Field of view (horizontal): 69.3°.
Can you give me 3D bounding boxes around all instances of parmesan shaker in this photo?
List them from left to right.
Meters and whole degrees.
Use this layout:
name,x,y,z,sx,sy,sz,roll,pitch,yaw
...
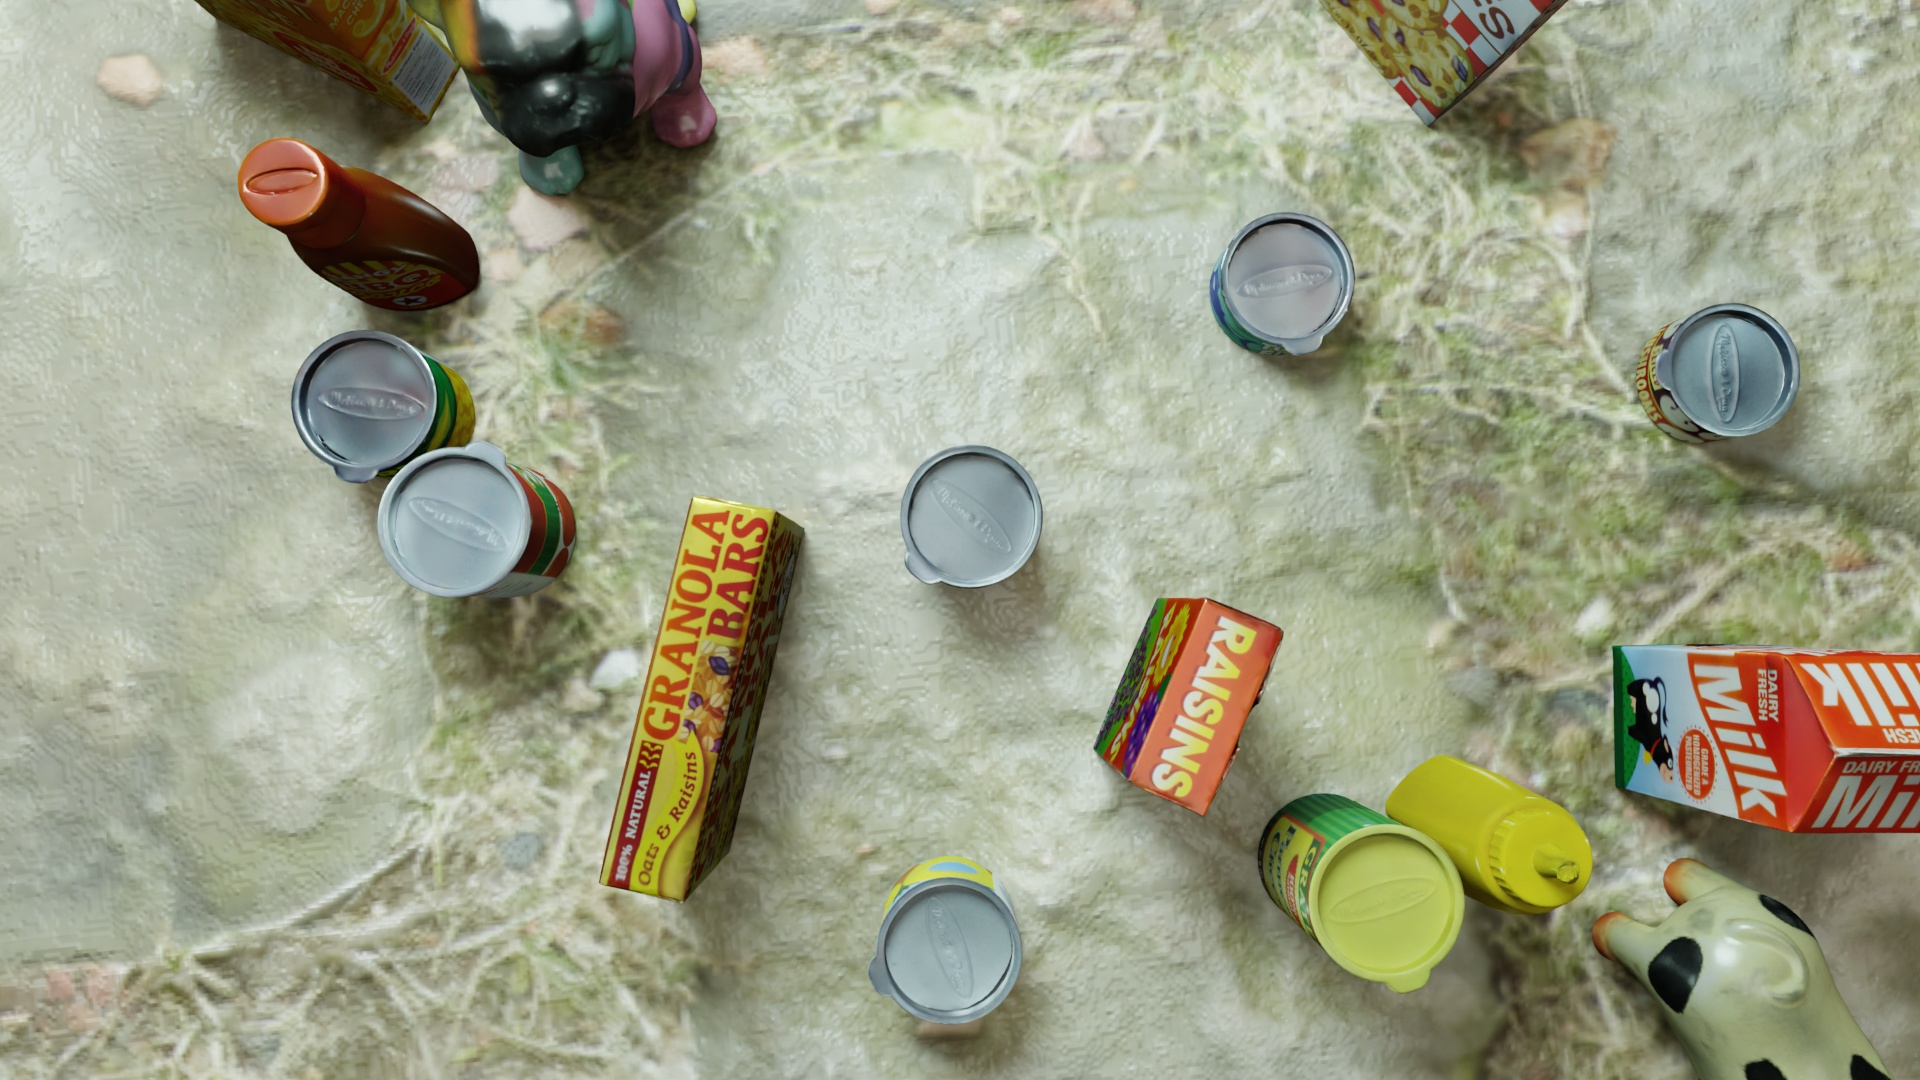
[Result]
name,x,y,z,sx,sy,sz,roll,pitch,yaw
parmesan shaker,0.180,0.158,0.637,0.071,0.103,0.071,0,87,-1

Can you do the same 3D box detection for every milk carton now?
name,x,y,z,sx,sy,sz,roll,pitch,yaw
milk carton,0.361,0.083,0.601,0.072,0.190,0.073,0,87,-1

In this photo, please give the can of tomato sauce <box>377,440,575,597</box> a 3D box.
name,x,y,z,sx,sy,sz,roll,pitch,yaw
can of tomato sauce,-0.222,-0.008,0.649,0.071,0.083,0.071,0,87,-1

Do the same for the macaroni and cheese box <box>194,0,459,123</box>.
name,x,y,z,sx,sy,sz,roll,pitch,yaw
macaroni and cheese box,-0.313,-0.257,0.621,0.124,0.166,0.040,27,87,0

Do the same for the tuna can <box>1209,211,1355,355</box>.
name,x,y,z,sx,sy,sz,roll,pitch,yaw
tuna can,0.159,-0.124,0.689,0.071,0.033,0.071,0,87,-1

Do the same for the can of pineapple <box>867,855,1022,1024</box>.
name,x,y,z,sx,sy,sz,roll,pitch,yaw
can of pineapple,-0.007,0.186,0.654,0.071,0.058,0.071,0,87,-1

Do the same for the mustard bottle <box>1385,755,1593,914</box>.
name,x,y,z,sx,sy,sz,roll,pitch,yaw
mustard bottle,0.238,0.133,0.611,0.049,0.160,0.065,-44,89,-3

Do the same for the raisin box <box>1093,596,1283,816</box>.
name,x,y,z,sx,sy,sz,roll,pitch,yaw
raisin box,0.100,0.071,0.630,0.040,0.123,0.086,24,87,0

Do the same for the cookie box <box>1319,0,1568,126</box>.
name,x,y,z,sx,sy,sz,roll,pitch,yaw
cookie box,0.217,-0.274,0.632,0.040,0.167,0.123,-39,88,-3

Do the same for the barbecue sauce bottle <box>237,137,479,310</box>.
name,x,y,z,sx,sy,sz,roll,pitch,yaw
barbecue sauce bottle,-0.270,-0.140,0.623,0.065,0.148,0.043,-9,87,-1

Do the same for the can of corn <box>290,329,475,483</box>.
name,x,y,z,sx,sy,sz,roll,pitch,yaw
can of corn,-0.274,-0.060,0.664,0.071,0.058,0.071,0,87,-1

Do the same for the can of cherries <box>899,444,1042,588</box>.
name,x,y,z,sx,sy,sz,roll,pitch,yaw
can of cherries,0.002,-0.008,0.666,0.071,0.058,0.071,0,87,-1

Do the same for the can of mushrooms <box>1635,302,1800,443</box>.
name,x,y,z,sx,sy,sz,roll,pitch,yaw
can of mushrooms,0.373,-0.082,0.690,0.071,0.033,0.071,0,87,-1

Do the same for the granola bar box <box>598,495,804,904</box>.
name,x,y,z,sx,sy,sz,roll,pitch,yaw
granola bar box,-0.113,0.066,0.626,0.039,0.124,0.165,13,87,0
